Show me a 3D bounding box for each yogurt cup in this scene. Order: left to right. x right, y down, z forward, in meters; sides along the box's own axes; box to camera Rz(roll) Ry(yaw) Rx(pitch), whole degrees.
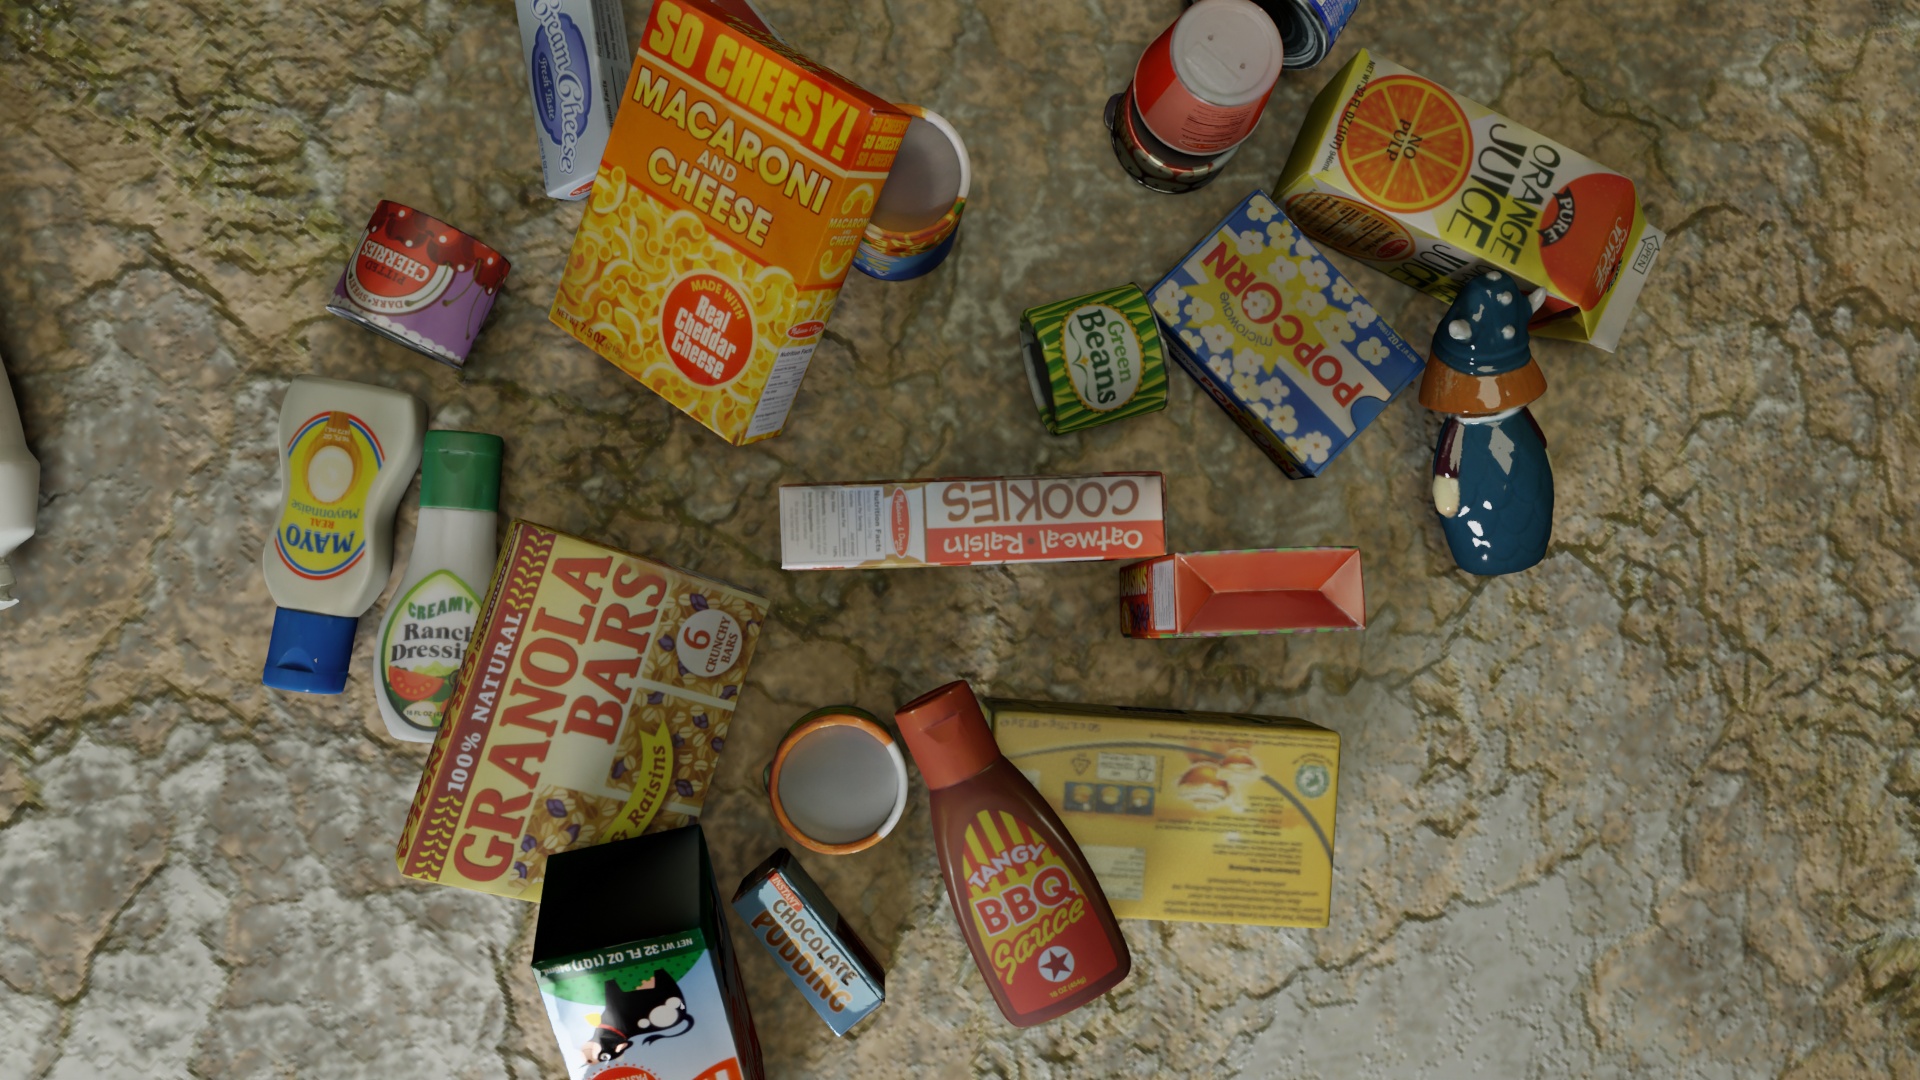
[{"bbox_3d":[0.122,-0.228,0.675,0.072,0.054,0.072,0,88,-5],"label":"yogurt cup"}]

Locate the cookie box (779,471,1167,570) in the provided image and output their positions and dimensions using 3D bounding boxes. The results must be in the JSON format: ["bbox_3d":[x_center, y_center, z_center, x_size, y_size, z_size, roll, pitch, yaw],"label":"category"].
[{"bbox_3d":[0.002,-0.008,0.652,0.168,0.123,0.040,-2,89,-5],"label":"cookie box"}]

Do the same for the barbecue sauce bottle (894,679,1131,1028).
[{"bbox_3d":[0.018,0.136,0.618,0.065,0.043,0.148,-25,90,-1],"label":"barbecue sauce bottle"}]

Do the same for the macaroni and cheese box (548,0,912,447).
[{"bbox_3d":[-0.110,-0.147,0.639,0.124,0.040,0.165,34,114,16],"label":"macaroni and cheese box"}]

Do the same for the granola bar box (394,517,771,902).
[{"bbox_3d":[-0.175,0.086,0.652,0.124,0.039,0.165,20,85,-27],"label":"granola bar box"}]

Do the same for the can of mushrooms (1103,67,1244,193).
[{"bbox_3d":[0.111,-0.217,0.718,0.071,0.033,0.071,0,88,-5],"label":"can of mushrooms"}]

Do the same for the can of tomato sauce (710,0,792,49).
[{"bbox_3d":[-0.105,-0.214,0.682,0.071,0.071,0.083,-40,92,-6],"label":"can of tomato sauce"}]

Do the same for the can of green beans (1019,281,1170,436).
[{"bbox_3d":[0.066,-0.090,0.691,0.058,0.071,0.071,-15,89,-5],"label":"can of green beans"}]

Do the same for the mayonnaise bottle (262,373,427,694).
[{"bbox_3d":[-0.300,-0.002,0.666,0.065,0.041,0.148,10,86,-6],"label":"mayonnaise bottle"}]

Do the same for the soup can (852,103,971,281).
[{"bbox_3d":[-0.033,-0.167,0.677,0.071,0.083,0.071,0,88,-5],"label":"soup can"}]

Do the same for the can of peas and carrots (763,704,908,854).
[{"bbox_3d":[-0.061,0.115,0.672,0.071,0.058,0.071,0,87,-5],"label":"can of peas and carrots"}]

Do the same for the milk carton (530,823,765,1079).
[{"bbox_3d":[-0.133,0.232,0.633,0.072,0.074,0.189,-10,116,-6],"label":"milk carton"}]

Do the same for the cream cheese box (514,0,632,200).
[{"bbox_3d":[-0.186,-0.226,0.683,0.053,0.024,0.104,-11,88,34],"label":"cream cheese box"}]

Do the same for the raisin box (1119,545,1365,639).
[{"bbox_3d":[0.129,0.027,0.662,0.086,0.123,0.040,-3,86,-5],"label":"raisin box"}]

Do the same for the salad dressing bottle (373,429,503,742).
[{"bbox_3d":[-0.245,0.021,0.668,0.064,0.044,0.147,4,87,-8],"label":"salad dressing bottle"}]

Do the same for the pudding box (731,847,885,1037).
[{"bbox_3d":[-0.072,0.193,0.672,0.030,0.049,0.083,-39,91,-4],"label":"pudding box"}]

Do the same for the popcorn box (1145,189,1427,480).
[{"bbox_3d":[0.162,-0.104,0.714,0.085,0.038,0.126,-44,91,-7],"label":"popcorn box"}]

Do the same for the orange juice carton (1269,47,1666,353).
[{"bbox_3d":[0.263,-0.166,0.709,0.193,0.073,0.072,24,85,-4],"label":"orange juice carton"}]

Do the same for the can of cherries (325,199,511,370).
[{"bbox_3d":[-0.258,-0.122,0.661,0.071,0.071,0.058,25,85,-3],"label":"can of cherries"}]
